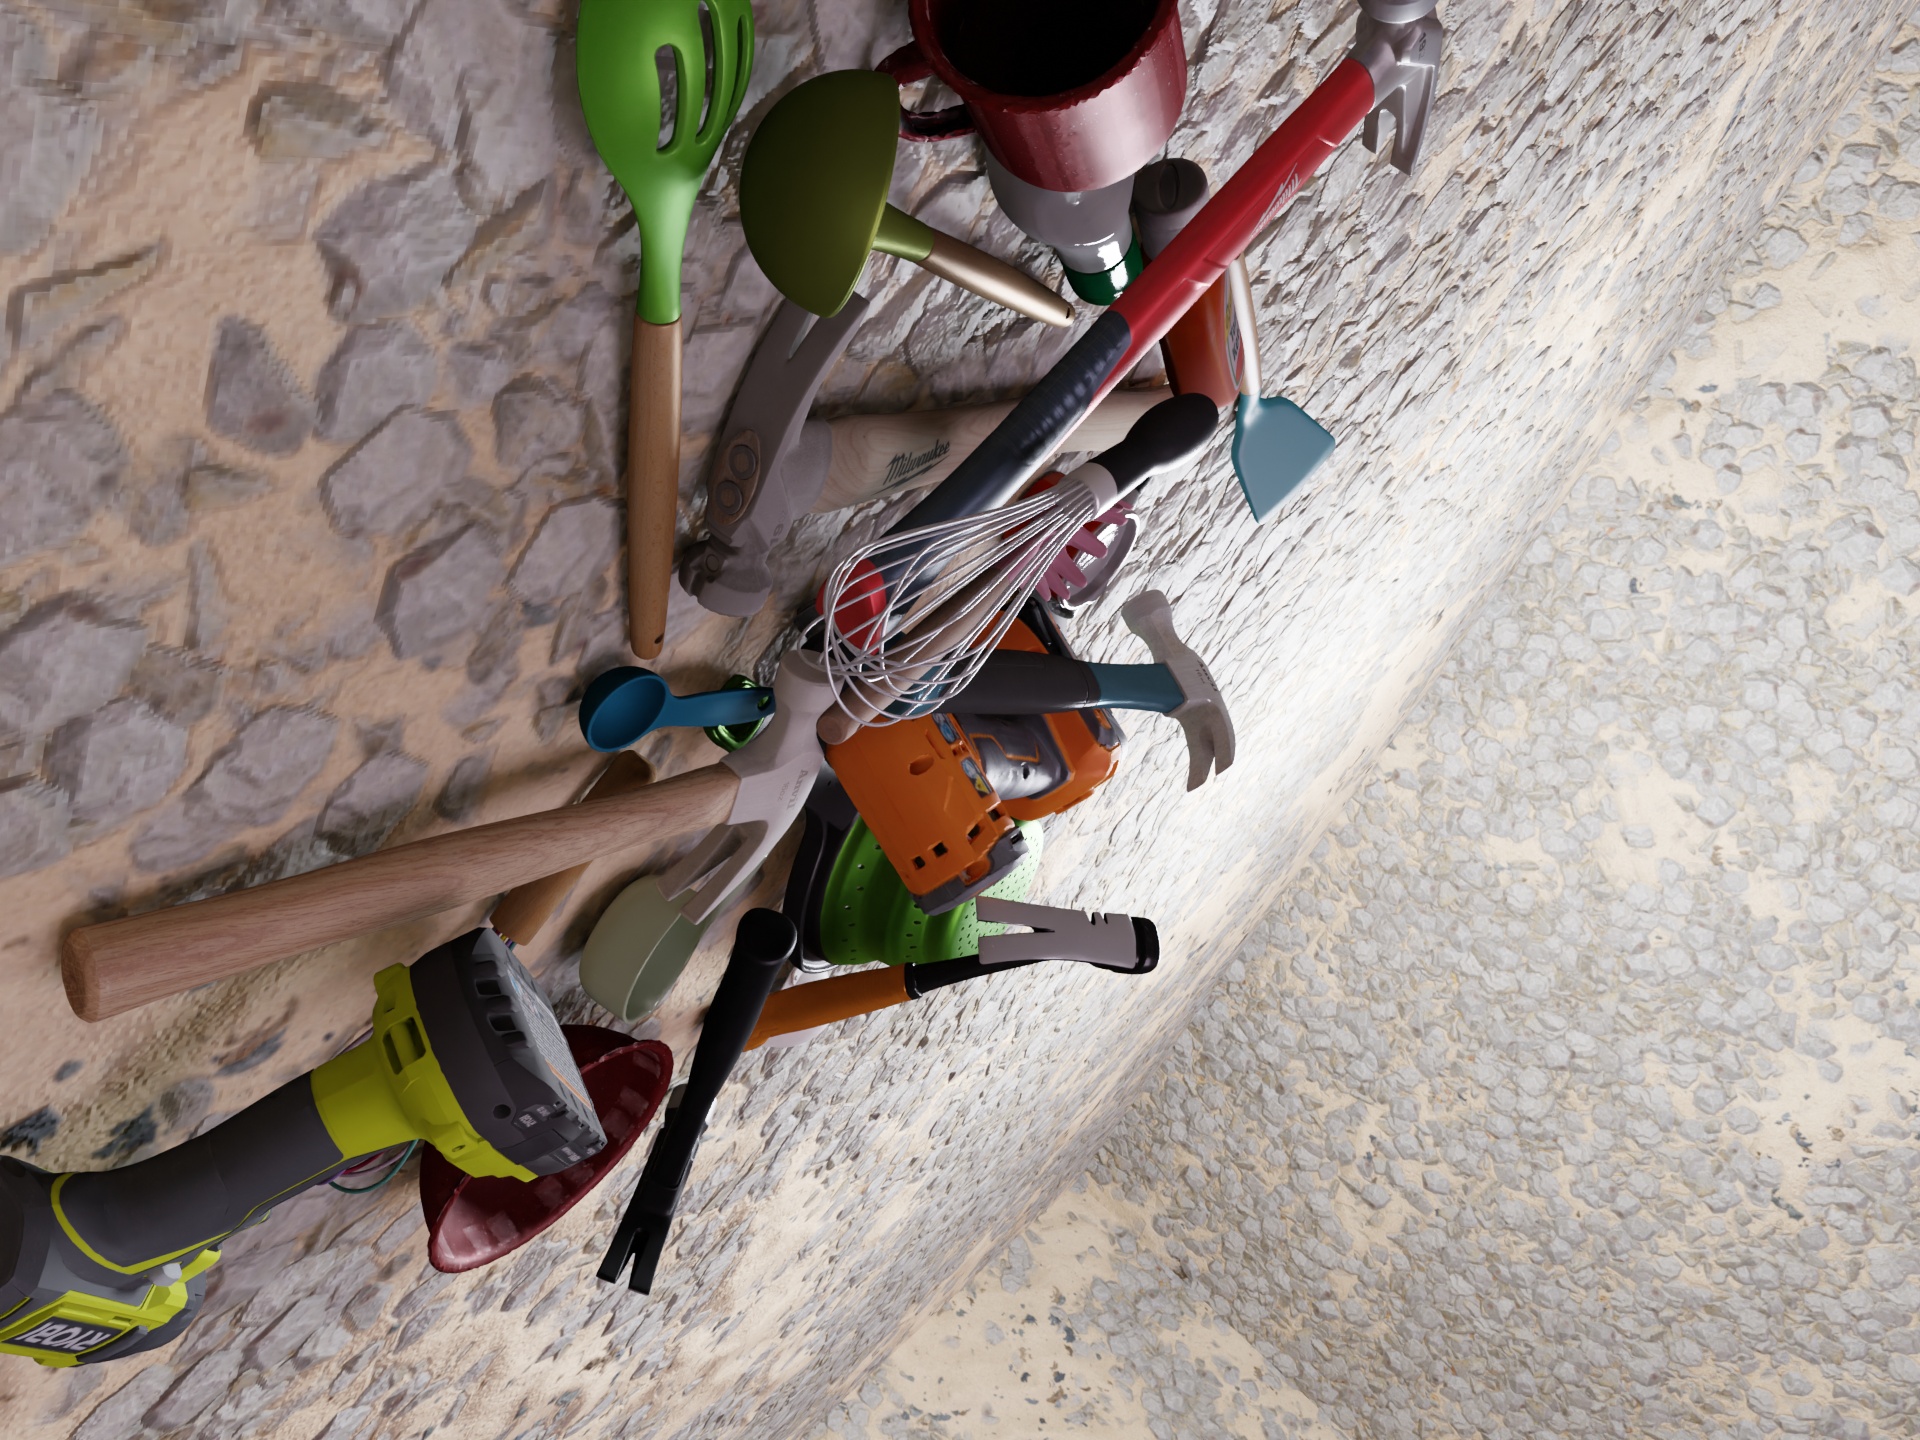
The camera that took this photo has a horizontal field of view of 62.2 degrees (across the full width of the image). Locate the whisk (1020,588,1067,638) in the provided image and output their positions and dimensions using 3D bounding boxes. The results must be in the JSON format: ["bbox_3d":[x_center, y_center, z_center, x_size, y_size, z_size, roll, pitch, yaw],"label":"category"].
[{"bbox_3d":[0.060,-0.039,1.049,0.055,0.055,0.238,-45,156,-15],"label":"whisk"}]

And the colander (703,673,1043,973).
[{"bbox_3d":[-0.035,0.065,0.920,0.204,0.094,0.396,-58,158,-7],"label":"colander"}]

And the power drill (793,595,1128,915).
[{"bbox_3d":[-0.001,-0.003,0.846,0.084,0.164,0.226,-33,177,24],"label":"power drill"}]

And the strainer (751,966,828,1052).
[{"bbox_3d":[-0.103,0.152,1.053,0.087,0.050,0.258,-55,164,-41],"label":"strainer"}]

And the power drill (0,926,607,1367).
[{"bbox_3d":[-0.264,0.178,0.626,0.223,0.080,0.171,-25,156,-11],"label":"power drill"}]

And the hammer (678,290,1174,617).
[{"bbox_3d":[0.028,-0.151,0.788,0.410,0.038,0.146,-22,145,-54],"label":"hammer"}]

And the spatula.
[{"bbox_3d":[0.191,-0.219,1.007,0.082,0.044,0.317,-46,160,0],"label":"spatula"}]

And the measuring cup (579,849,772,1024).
[{"bbox_3d":[-0.150,0.096,0.865,0.168,0.038,0.083,-50,166,-54],"label":"measuring cup"}]

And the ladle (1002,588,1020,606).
[{"bbox_3d":[0.025,0.018,1.086,0.031,0.069,0.315,-5,143,-7],"label":"ladle"}]

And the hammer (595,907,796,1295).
[{"bbox_3d":[-0.150,0.214,0.927,0.334,0.035,0.146,117,-7,-47],"label":"hammer"}]

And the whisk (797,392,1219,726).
[{"bbox_3d":[0.035,-0.083,0.660,0.284,0.070,0.070,-39,158,-42],"label":"whisk"}]

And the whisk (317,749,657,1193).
[{"bbox_3d":[-0.219,0.115,0.724,0.245,0.051,0.047,-52,155,-3],"label":"whisk"}]

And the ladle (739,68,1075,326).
[{"bbox_3d":[0.004,-0.181,0.628,0.320,0.062,0.078,-14,121,-68],"label":"ladle"}]

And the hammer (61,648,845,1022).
[{"bbox_3d":[-0.185,0.056,0.647,0.331,0.031,0.130,-16,137,-46],"label":"hammer"}]

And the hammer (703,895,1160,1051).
[{"bbox_3d":[-0.050,0.156,0.926,0.127,0.034,0.337,13,155,-41],"label":"hammer"}]

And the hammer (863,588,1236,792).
[{"bbox_3d":[0.056,-0.020,0.839,0.033,0.128,0.331,-37,161,28],"label":"hammer"}]

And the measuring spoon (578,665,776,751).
[{"bbox_3d":[-0.125,-0.011,0.718,0.128,0.021,0.042,-5,133,-58],"label":"measuring spoon"}]

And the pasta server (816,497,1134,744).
[{"bbox_3d":[0.013,-0.051,0.734,0.060,0.040,0.316,-59,173,30],"label":"pasta server"}]

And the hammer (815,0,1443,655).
[{"bbox_3d":[0.082,-0.174,0.725,0.386,0.038,0.143,-47,161,-5],"label":"hammer"}]

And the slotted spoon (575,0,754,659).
[{"bbox_3d":[-0.105,-0.124,0.560,0.070,0.031,0.313,-42,161,-35],"label":"slotted spoon"}]
